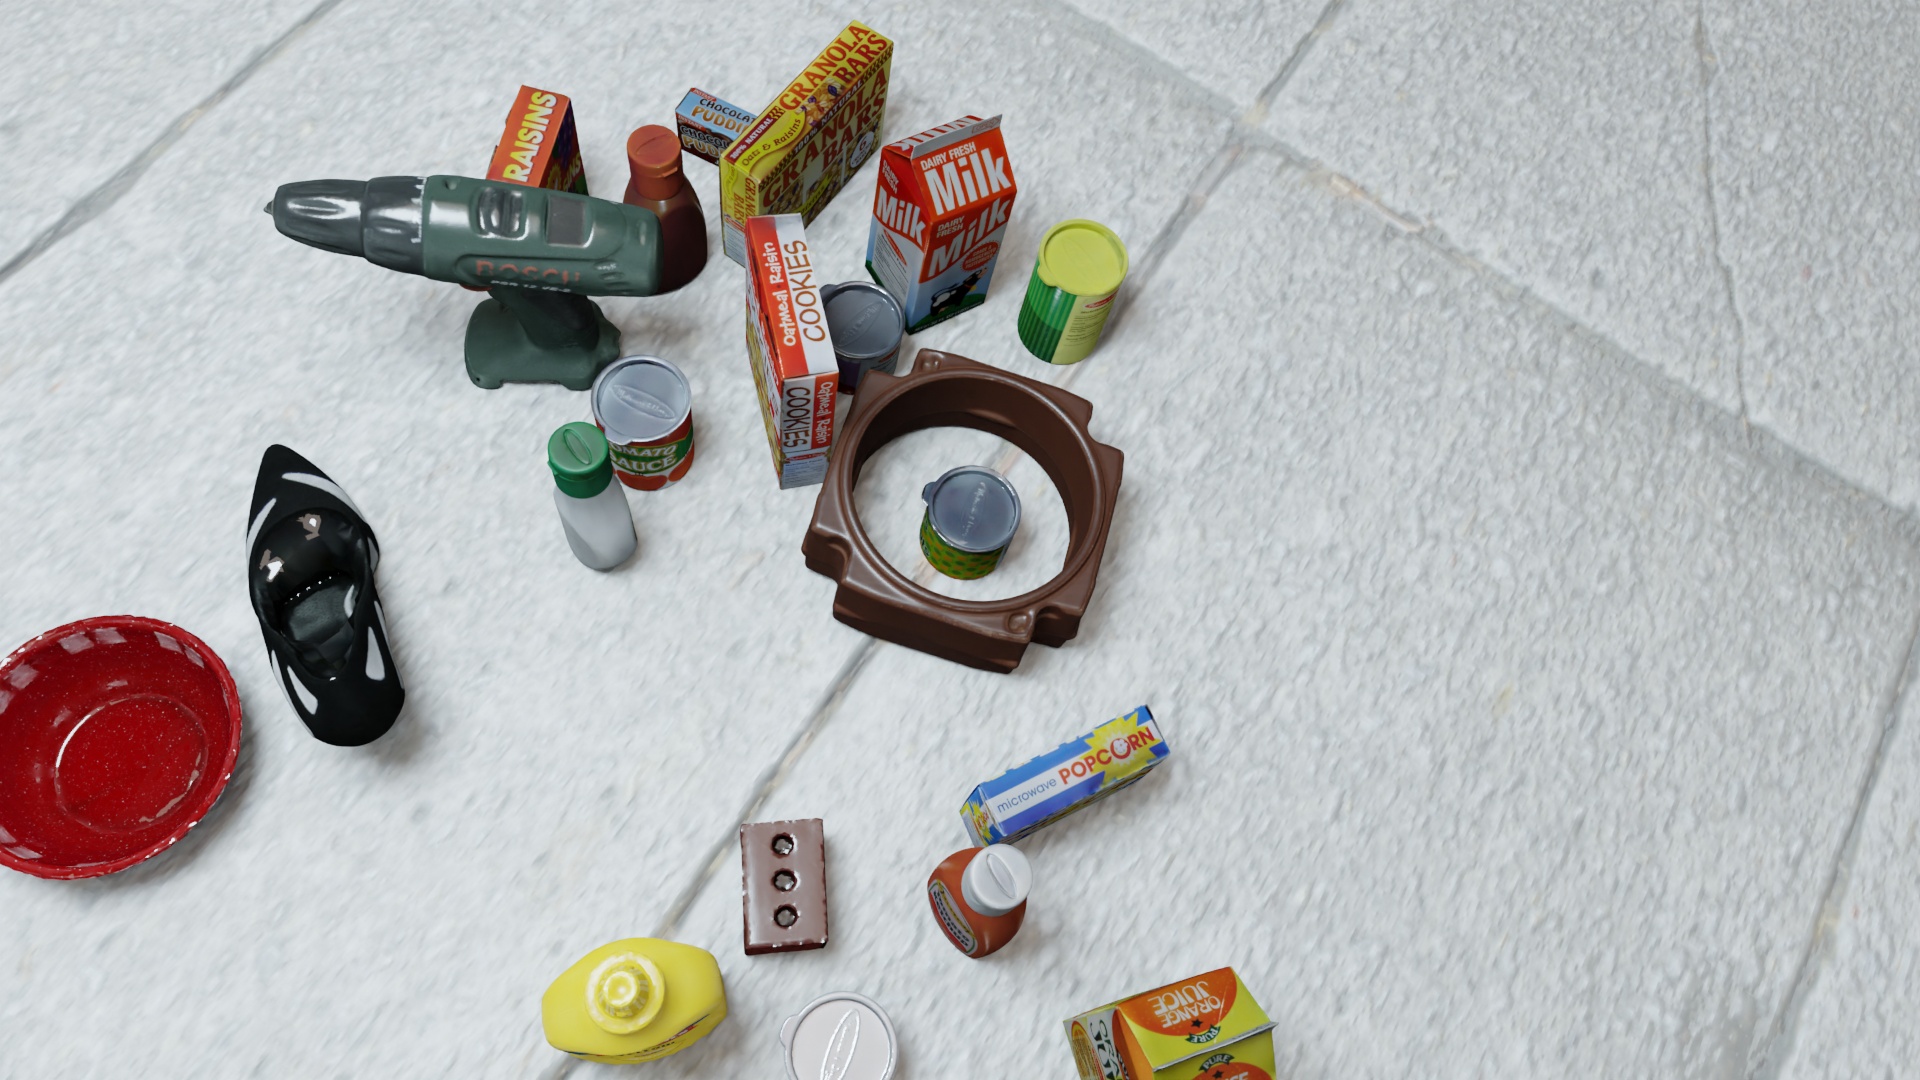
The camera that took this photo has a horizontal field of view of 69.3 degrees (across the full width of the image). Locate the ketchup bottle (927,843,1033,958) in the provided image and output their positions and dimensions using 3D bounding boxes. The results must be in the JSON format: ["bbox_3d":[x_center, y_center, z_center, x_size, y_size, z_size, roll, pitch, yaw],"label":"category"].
[{"bbox_3d":[0.014,0.214,0.842,0.044,0.148,0.065,-29,74,-18],"label":"ketchup bottle"}]

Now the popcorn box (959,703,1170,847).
[{"bbox_3d":[0.066,0.158,0.909,0.127,0.085,0.038,-23,73,-17],"label":"popcorn box"}]

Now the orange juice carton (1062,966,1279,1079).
[{"bbox_3d":[0.120,0.296,0.800,0.072,0.192,0.073,-14,70,-14],"label":"orange juice carton"}]

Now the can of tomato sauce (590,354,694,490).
[{"bbox_3d":[-0.220,-0.079,0.968,0.071,0.082,0.071,3,67,-7],"label":"can of tomato sauce"}]

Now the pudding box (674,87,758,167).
[{"bbox_3d":[-0.180,-0.317,1.094,0.084,0.049,0.030,26,66,3],"label":"pudding box"}]

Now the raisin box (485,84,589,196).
[{"bbox_3d":[-0.305,-0.254,1.008,0.040,0.123,0.086,12,66,-3],"label":"raisin box"}]

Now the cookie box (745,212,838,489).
[{"bbox_3d":[-0.119,-0.126,0.957,0.040,0.166,0.123,-11,69,-13],"label":"cookie box"}]

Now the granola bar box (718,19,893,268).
[{"bbox_3d":[-0.118,-0.296,1.054,0.039,0.123,0.166,34,67,6],"label":"granola bar box"}]

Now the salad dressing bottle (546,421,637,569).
[{"bbox_3d":[-0.242,-0.028,0.908,0.044,0.147,0.064,-32,75,-19],"label":"salad dressing bottle"}]

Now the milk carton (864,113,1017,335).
[{"bbox_3d":[-0.015,-0.237,1.008,0.072,0.189,0.073,-26,74,-18],"label":"milk carton"}]

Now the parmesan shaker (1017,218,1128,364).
[{"bbox_3d":[0.080,-0.184,1.047,0.071,0.102,0.071,3,67,-7],"label":"parmesan shaker"}]

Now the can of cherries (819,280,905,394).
[{"bbox_3d":[-0.079,-0.152,1.034,0.071,0.058,0.072,3,67,-7],"label":"can of cherries"}]

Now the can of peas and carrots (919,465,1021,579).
[{"bbox_3d":[0.004,-0.012,0.987,0.071,0.058,0.071,3,67,-7],"label":"can of peas and carrots"}]

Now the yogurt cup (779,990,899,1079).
[{"bbox_3d":[-0.073,0.310,0.840,0.072,0.053,0.072,3,67,-7],"label":"yogurt cup"}]

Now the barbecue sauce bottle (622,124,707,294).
[{"bbox_3d":[-0.216,-0.238,1.001,0.065,0.148,0.044,-34,76,-20],"label":"barbecue sauce bottle"}]
